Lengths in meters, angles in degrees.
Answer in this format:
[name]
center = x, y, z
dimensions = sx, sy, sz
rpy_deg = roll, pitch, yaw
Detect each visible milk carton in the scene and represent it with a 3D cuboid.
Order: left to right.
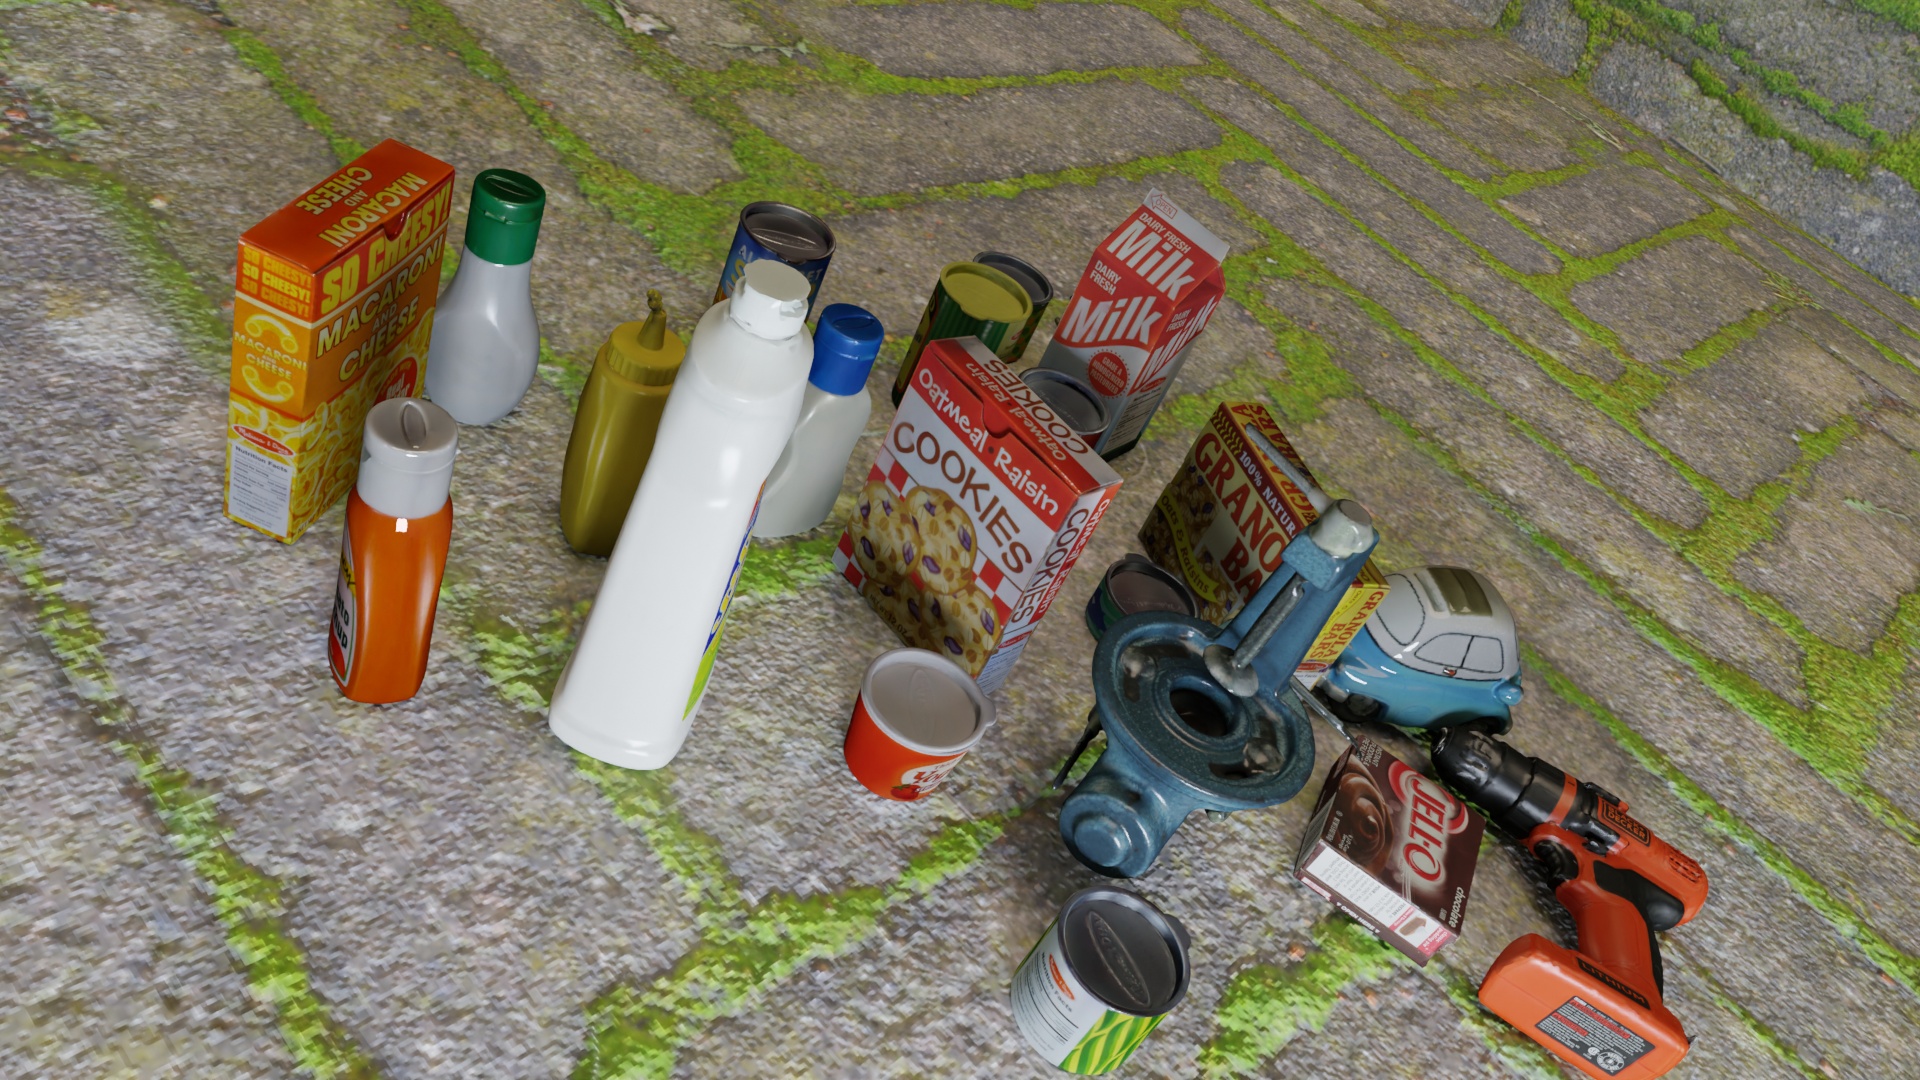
[milk carton]
center = 0.117, -0.145, 0.967
dimensions = 0.072, 0.189, 0.074
rpy_deg = 43, 40, 19

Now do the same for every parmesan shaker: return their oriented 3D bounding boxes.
[parmesan shaker]
center = -0.002, -0.129, 0.949
dimensions = 0.071, 0.102, 0.072
rpy_deg = 16, 39, -14

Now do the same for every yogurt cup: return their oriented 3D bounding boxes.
[yogurt cup]
center = -0.026, 0.097, 0.715
dimensions = 0.072, 0.053, 0.073
rpy_deg = 16, 39, -14

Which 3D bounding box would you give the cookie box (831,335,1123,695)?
[cookie box]
center = 0.003, -0.010, 0.763
dimensions = 0.040, 0.166, 0.123
rpy_deg = -19, 57, -43

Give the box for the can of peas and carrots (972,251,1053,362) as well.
[can of peas and carrots]
center = 0.029, -0.176, 1.057
dimensions = 0.071, 0.058, 0.071
rpy_deg = 16, 39, -14

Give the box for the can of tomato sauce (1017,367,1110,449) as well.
[can of tomato sauce]
center = 0.051, -0.061, 0.919
dimensions = 0.071, 0.082, 0.071
rpy_deg = 16, 39, -14

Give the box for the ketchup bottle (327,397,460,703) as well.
[ketchup bottle]
center = -0.250, 0.004, 0.614
dimensions = 0.043, 0.148, 0.065
rpy_deg = 0, 45, -31

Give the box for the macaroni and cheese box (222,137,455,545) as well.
[macaroni and cheese box]
center = -0.304, -0.098, 0.684
dimensions = 0.040, 0.165, 0.124
rpy_deg = 24, 38, -4

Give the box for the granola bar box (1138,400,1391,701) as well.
[granola bar box]
center = 0.185, 0.011, 0.882
dimensions = 0.039, 0.123, 0.166
rpy_deg = 2, 44, -29

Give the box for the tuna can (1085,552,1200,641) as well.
[tuna can]
center = 0.114, 0.044, 0.876
dimensions = 0.071, 0.032, 0.071
rpy_deg = 16, 39, -14

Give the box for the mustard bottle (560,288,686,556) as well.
[mustard bottle]
center = -0.173, -0.063, 0.727
dimensions = 0.049, 0.159, 0.065
rpy_deg = 3, 44, -28

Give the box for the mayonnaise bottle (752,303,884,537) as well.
[mayonnaise bottle]
center = -0.084, -0.067, 0.793
dimensions = 0.065, 0.147, 0.041
rpy_deg = -14, 54, -41

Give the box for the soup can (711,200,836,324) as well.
[soup can]
center = -0.129, -0.176, 0.944
dimensions = 0.071, 0.083, 0.072
rpy_deg = 16, 39, -14

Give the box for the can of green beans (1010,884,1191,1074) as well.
[can of green beans]
center = 0.064, 0.204, 0.643
dimensions = 0.071, 0.057, 0.071
rpy_deg = 16, 39, -14

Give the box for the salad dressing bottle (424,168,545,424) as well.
[salad dressing bottle]
center = -0.259, -0.132, 0.766
dimensions = 0.064, 0.146, 0.044
rpy_deg = 21, 38, -8
